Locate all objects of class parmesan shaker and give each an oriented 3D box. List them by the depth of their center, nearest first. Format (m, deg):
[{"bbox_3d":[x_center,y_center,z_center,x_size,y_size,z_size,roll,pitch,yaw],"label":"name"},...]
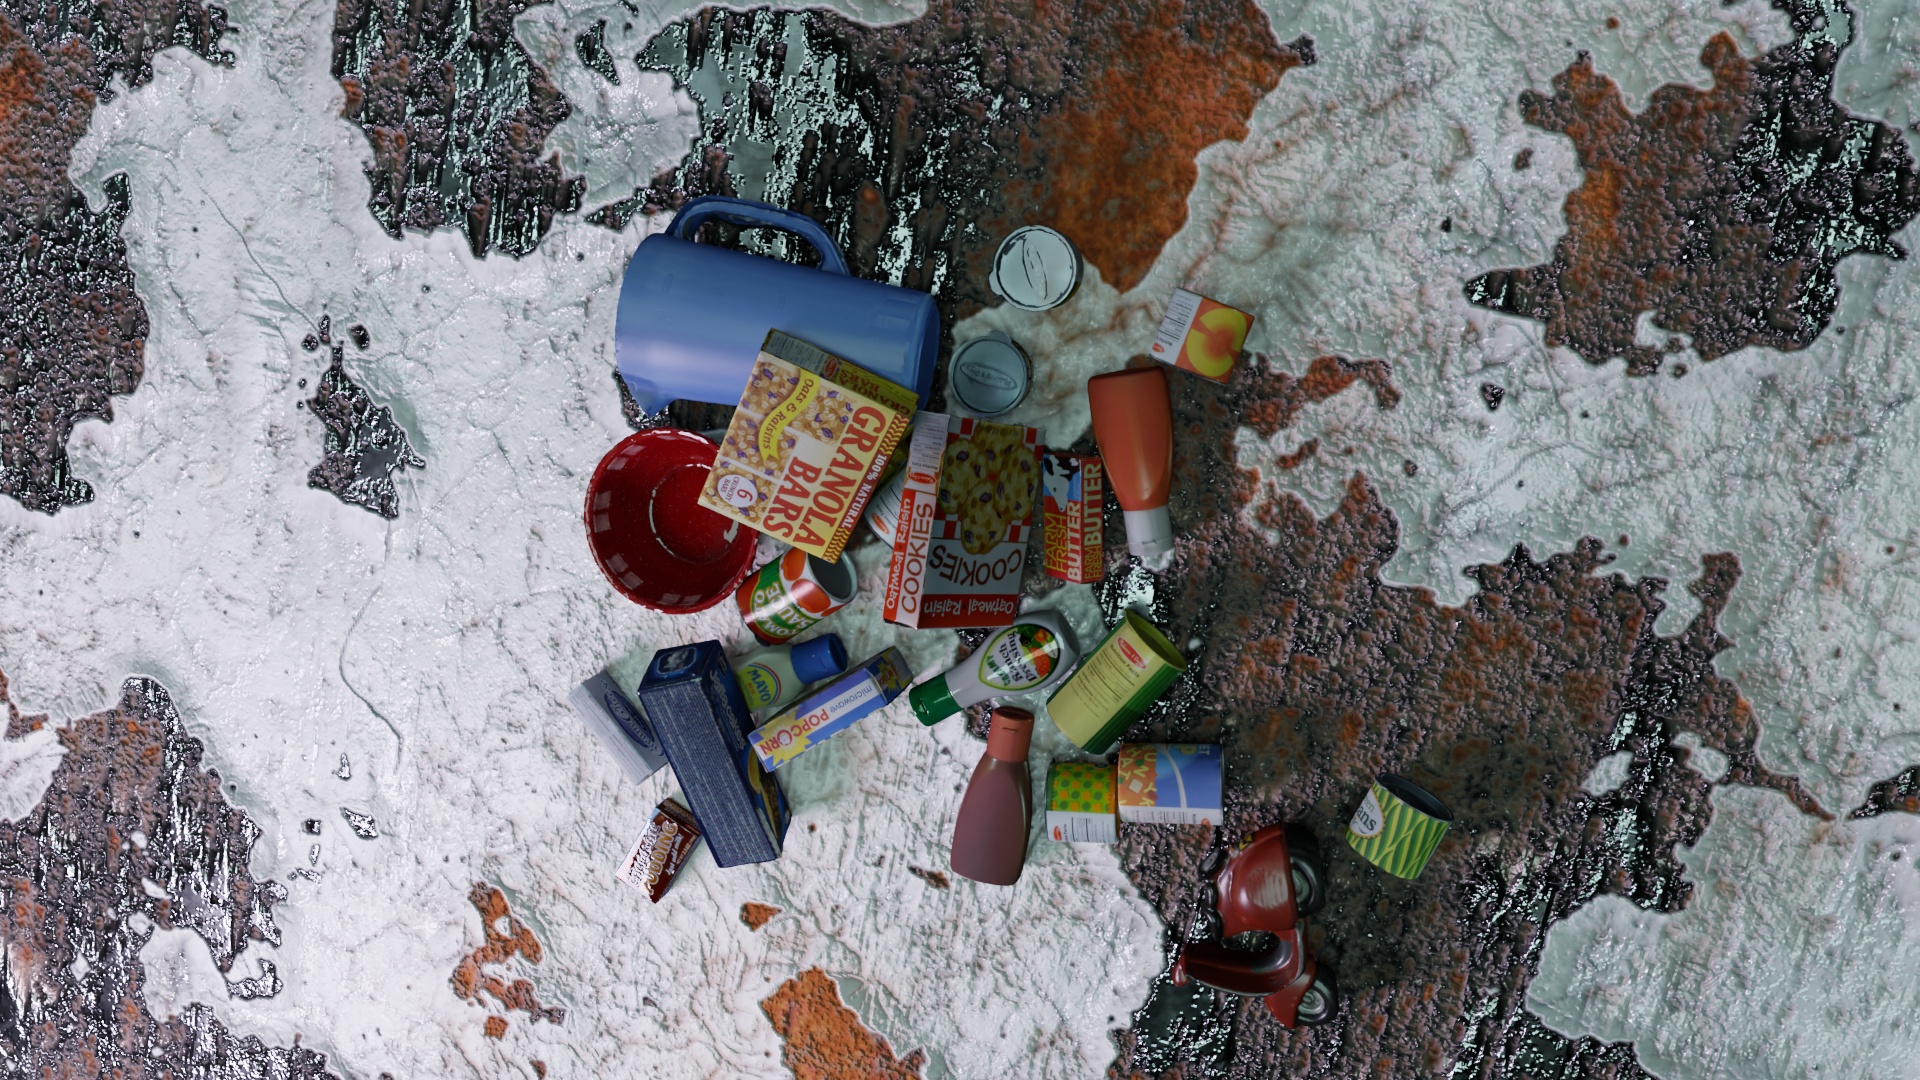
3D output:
[{"bbox_3d":[0.126,0.116,1.142,0.071,0.071,0.103,42,106,2],"label":"parmesan shaker"}]

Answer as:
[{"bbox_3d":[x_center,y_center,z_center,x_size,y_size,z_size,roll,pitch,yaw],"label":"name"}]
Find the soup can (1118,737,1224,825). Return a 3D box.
[{"bbox_3d":[0.175,0.197,1.146,0.084,0.071,0.071,-1,100,12],"label":"soup can"}]

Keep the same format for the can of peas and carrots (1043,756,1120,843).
[{"bbox_3d":[0.103,0.217,1.164,0.059,0.071,0.070,0,100,11],"label":"can of peas and carrots"}]

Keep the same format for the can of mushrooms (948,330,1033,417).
[{"bbox_3d":[0.026,-0.137,1.135,0.071,0.033,0.071,2,100,12],"label":"can of mushrooms"}]

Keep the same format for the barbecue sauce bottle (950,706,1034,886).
[{"bbox_3d":[0.033,0.217,1.189,0.065,0.044,0.148,12,101,9],"label":"barbecue sauce bottle"}]

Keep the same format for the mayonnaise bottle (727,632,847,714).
[{"bbox_3d":[-0.172,0.120,1.215,0.148,0.041,0.064,-20,102,15],"label":"mayonnaise bottle"}]

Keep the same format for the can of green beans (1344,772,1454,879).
[{"bbox_3d":[0.351,0.228,1.113,0.071,0.071,0.057,28,105,6],"label":"can of green beans"}]

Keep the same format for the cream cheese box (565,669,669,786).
[{"bbox_3d":[-0.305,0.168,1.245,0.024,0.053,0.104,-39,90,14],"label":"cream cheese box"}]

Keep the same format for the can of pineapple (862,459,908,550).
[{"bbox_3d":[-0.039,-0.025,1.152,0.071,0.071,0.057,46,103,1],"label":"can of pineapple"}]

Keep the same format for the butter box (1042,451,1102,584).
[{"bbox_3d":[0.091,-0.019,1.132,0.024,0.053,0.103,-7,101,-31],"label":"butter box"}]

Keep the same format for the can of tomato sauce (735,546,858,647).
[{"bbox_3d":[-0.138,0.043,1.172,0.083,0.071,0.071,-31,92,27],"label":"can of tomato sauce"}]

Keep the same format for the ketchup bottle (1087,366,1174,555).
[{"bbox_3d":[0.143,-0.063,1.118,0.065,0.043,0.148,-7,98,13],"label":"ketchup bottle"}]

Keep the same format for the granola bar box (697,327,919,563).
[{"bbox_3d":[-0.121,-0.071,1.087,0.124,0.039,0.164,24,129,-8],"label":"granola bar box"}]

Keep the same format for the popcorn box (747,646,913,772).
[{"bbox_3d":[-0.109,0.142,1.183,0.126,0.085,0.038,-31,92,15],"label":"popcorn box"}]

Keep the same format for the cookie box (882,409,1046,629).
[{"bbox_3d":[0.004,-0.014,1.106,0.040,0.123,0.167,14,97,39],"label":"cookie box"}]

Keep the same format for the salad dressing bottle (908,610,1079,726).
[{"bbox_3d":[0.027,0.111,1.171,0.147,0.044,0.064,-29,87,15],"label":"salad dressing bottle"}]

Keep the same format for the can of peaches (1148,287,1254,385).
[{"bbox_3d":[0.190,-0.159,1.082,0.071,0.071,0.058,22,103,7],"label":"can of peaches"}]

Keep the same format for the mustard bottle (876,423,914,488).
[{"bbox_3d":[-0.094,-0.062,1.164,0.160,0.049,0.065,-34,97,15],"label":"mustard bottle"}]

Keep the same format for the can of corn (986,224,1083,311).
[{"bbox_3d":[0.060,-0.215,1.102,0.071,0.058,0.071,2,100,11],"label":"can of corn"}]

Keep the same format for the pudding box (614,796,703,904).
[{"bbox_3d":[-0.273,0.283,1.270,0.050,0.030,0.083,34,104,5],"label":"pudding box"}]
